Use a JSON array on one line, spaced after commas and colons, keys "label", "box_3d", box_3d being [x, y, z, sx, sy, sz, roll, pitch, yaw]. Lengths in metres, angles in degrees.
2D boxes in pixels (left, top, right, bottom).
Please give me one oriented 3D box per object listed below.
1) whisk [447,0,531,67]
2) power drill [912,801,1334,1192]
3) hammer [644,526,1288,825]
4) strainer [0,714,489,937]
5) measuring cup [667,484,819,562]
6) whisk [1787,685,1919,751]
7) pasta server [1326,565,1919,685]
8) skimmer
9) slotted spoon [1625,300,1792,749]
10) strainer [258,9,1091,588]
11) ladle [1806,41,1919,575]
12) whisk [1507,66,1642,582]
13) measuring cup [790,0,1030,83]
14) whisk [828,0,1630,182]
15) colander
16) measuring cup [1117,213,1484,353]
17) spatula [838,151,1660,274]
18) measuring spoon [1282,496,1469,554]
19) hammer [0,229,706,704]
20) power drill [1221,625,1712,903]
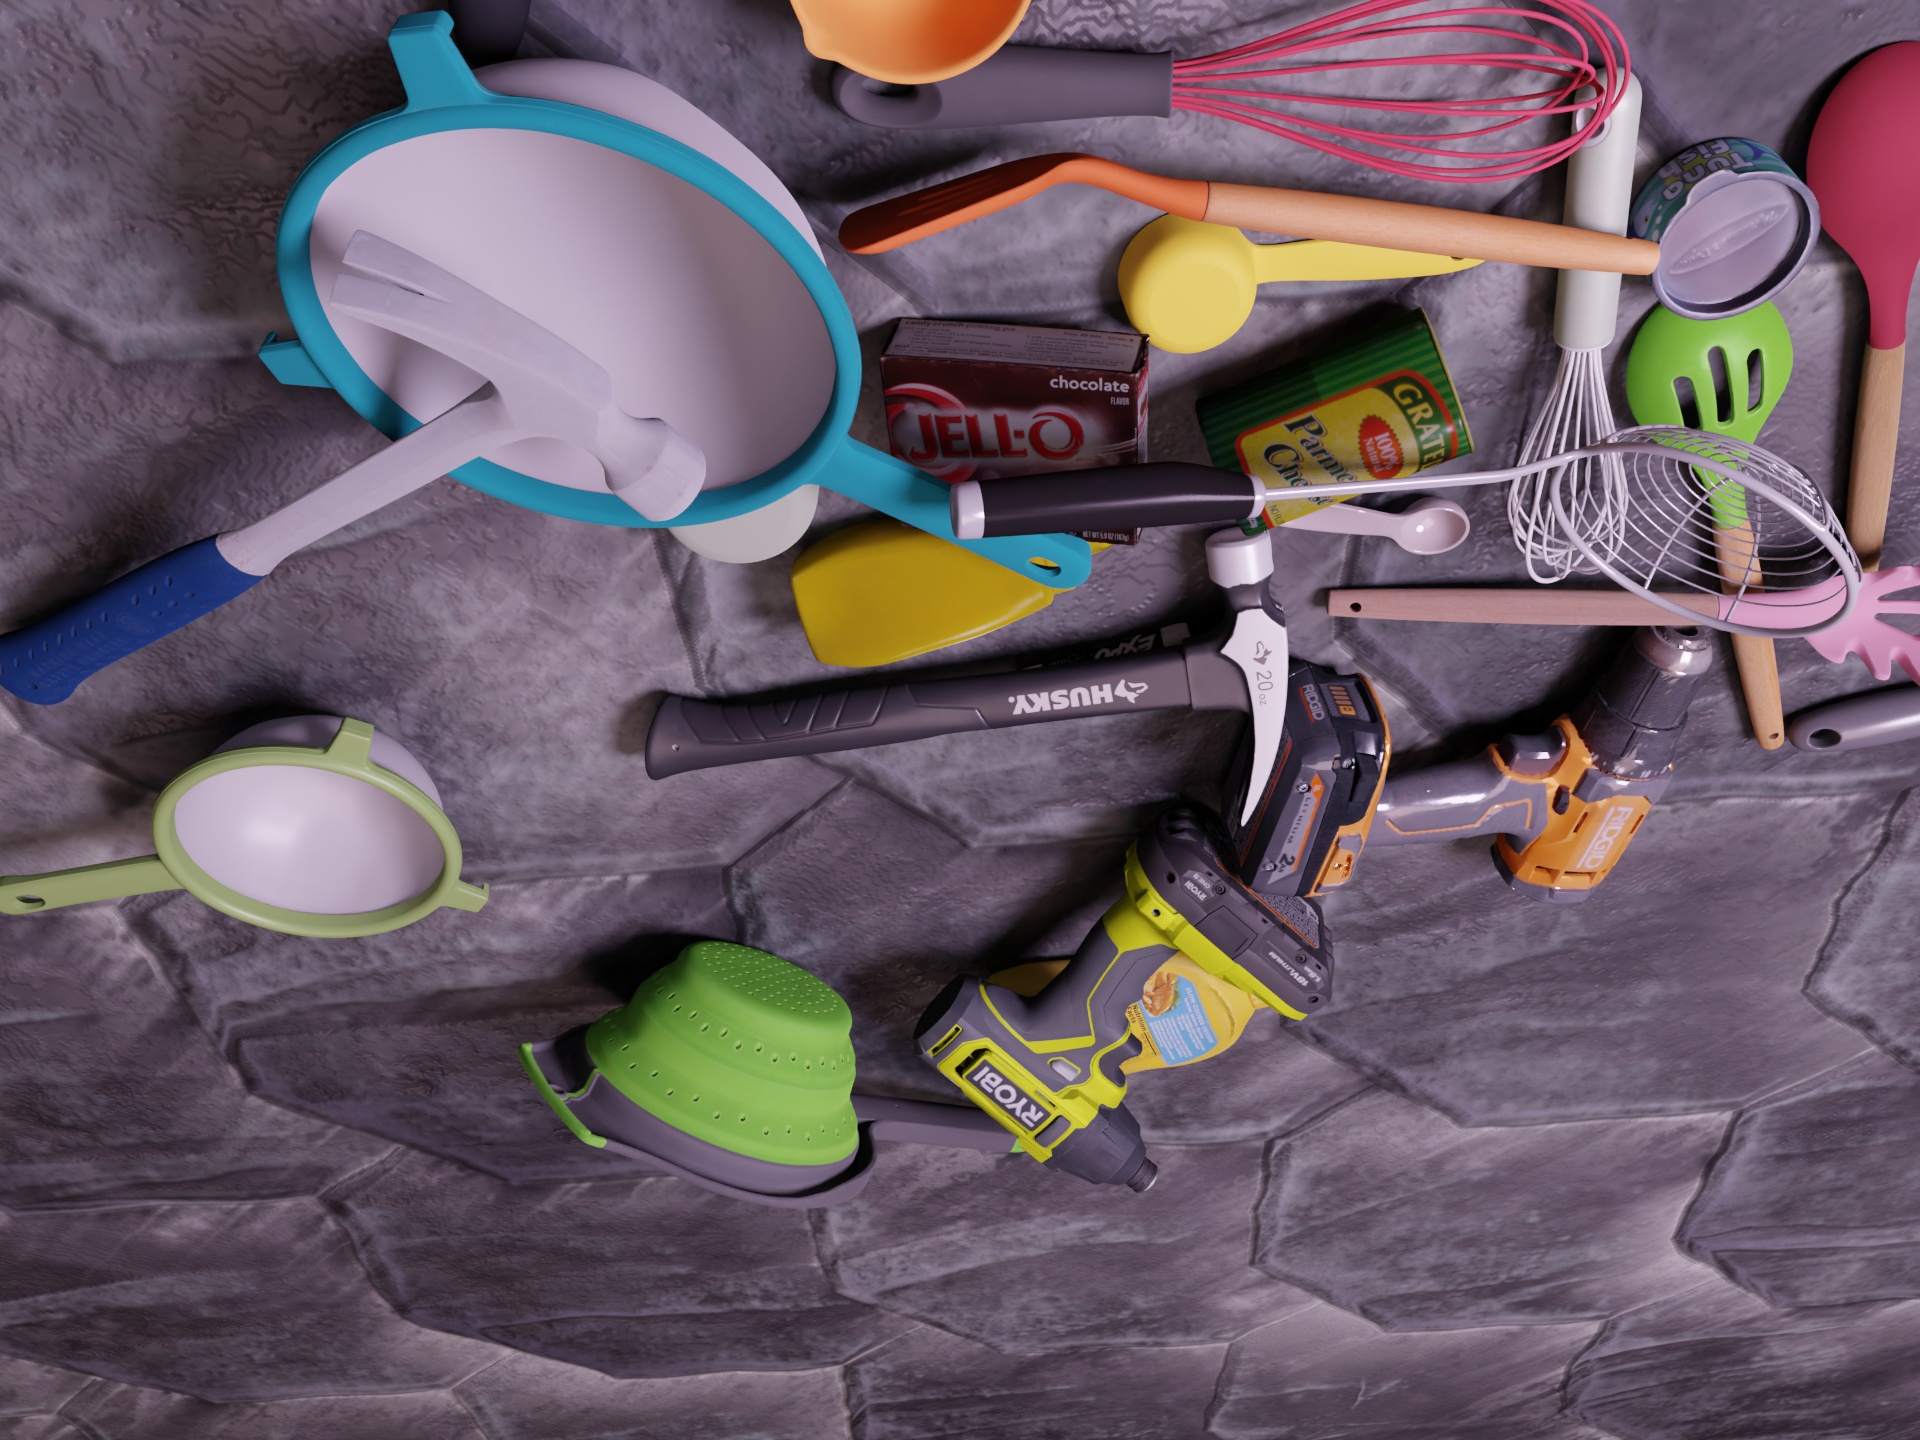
[{"label": "whisk", "box_3d": [-0.141, -0.332, 0.484, 0.070, 0.070, 0.284, 9, 138, -12]}, {"label": "power drill", "box_3d": [0.104, 0.171, 0.930, 0.171, 0.080, 0.223, 41, 113, -7]}, {"label": "hammer", "box_3d": [-0.001, -0.003, 0.809, 0.335, 0.035, 0.146, -8, 111, 10]}, {"label": "strainer", "box_3d": [-0.387, 0.054, 0.842, 0.256, 0.069, 0.151, -10, 137, 8]}, {"label": "measuring cup", "box_3d": [-0.146, -0.108, 0.714, 0.167, 0.038, 0.083, 3, 135, -9]}, {"label": "whisk", "box_3d": [0.571, -0.015, 0.849, 0.239, 0.055, 0.055, -13, 134, 15]}, {"label": "pasta server", "box_3d": [0.340, -0.052, 0.773, 0.316, 0.040, 0.060, 2, 112, 7]}, {"label": "skimmer", "box_3d": [0.179, -0.066, 0.643, 0.363, 0.090, 0.127, -5, 174, -9]}, {"label": "slotted spoon", "box_3d": [0.384, -0.082, 0.782, 0.070, 0.031, 0.313, -21, 134, 17]}, {"label": "strainer", "box_3d": [-0.085, -0.151, 0.633, 0.340, 0.095, 0.211, 22, 146, -26]}, {"label": "ladle", "box_3d": [0.412, -0.151, 0.716, 0.069, 0.031, 0.315, -20, 135, 8]}, {"label": "whisk", "box_3d": [0.270, -0.160, 0.689, 0.059, 0.058, 0.246, -32, 135, -20]}, {"label": "measuring cup", "box_3d": [-0.046, -0.295, 0.526, 0.095, 0.052, 0.173, -34, 126, 27]}, {"label": "whisk", "box_3d": [0.098, -0.236, 0.592, 0.296, 0.073, 0.073, 1, 135, 4]}, {"label": "colander", "box_3d": [-0.073, 0.214, 1.002, 0.396, 0.205, 0.094, 19, 98, -41]}, {"label": "measuring cup", "box_3d": [0.144, -0.184, 0.661, 0.156, 0.029, 0.062, -4, 135, 4]}, {"label": "spatula", "box_3d": [0.115, -0.189, 0.615, 0.322, 0.081, 0.041, 4, 116, -8]}, {"label": "measuring spoon", "box_3d": [0.181, -0.102, 0.761, 0.124, 0.018, 0.034, 8, 147, -2]}, {"label": "hammer", "box_3d": [-0.299, -0.077, 0.667, 0.405, 0.035, 0.143, -17, 143, 33]}, {"label": "power drill", "box_3d": [0.271, 0.019, 0.841, 0.226, 0.084, 0.185, 2, 133, -11]}]
